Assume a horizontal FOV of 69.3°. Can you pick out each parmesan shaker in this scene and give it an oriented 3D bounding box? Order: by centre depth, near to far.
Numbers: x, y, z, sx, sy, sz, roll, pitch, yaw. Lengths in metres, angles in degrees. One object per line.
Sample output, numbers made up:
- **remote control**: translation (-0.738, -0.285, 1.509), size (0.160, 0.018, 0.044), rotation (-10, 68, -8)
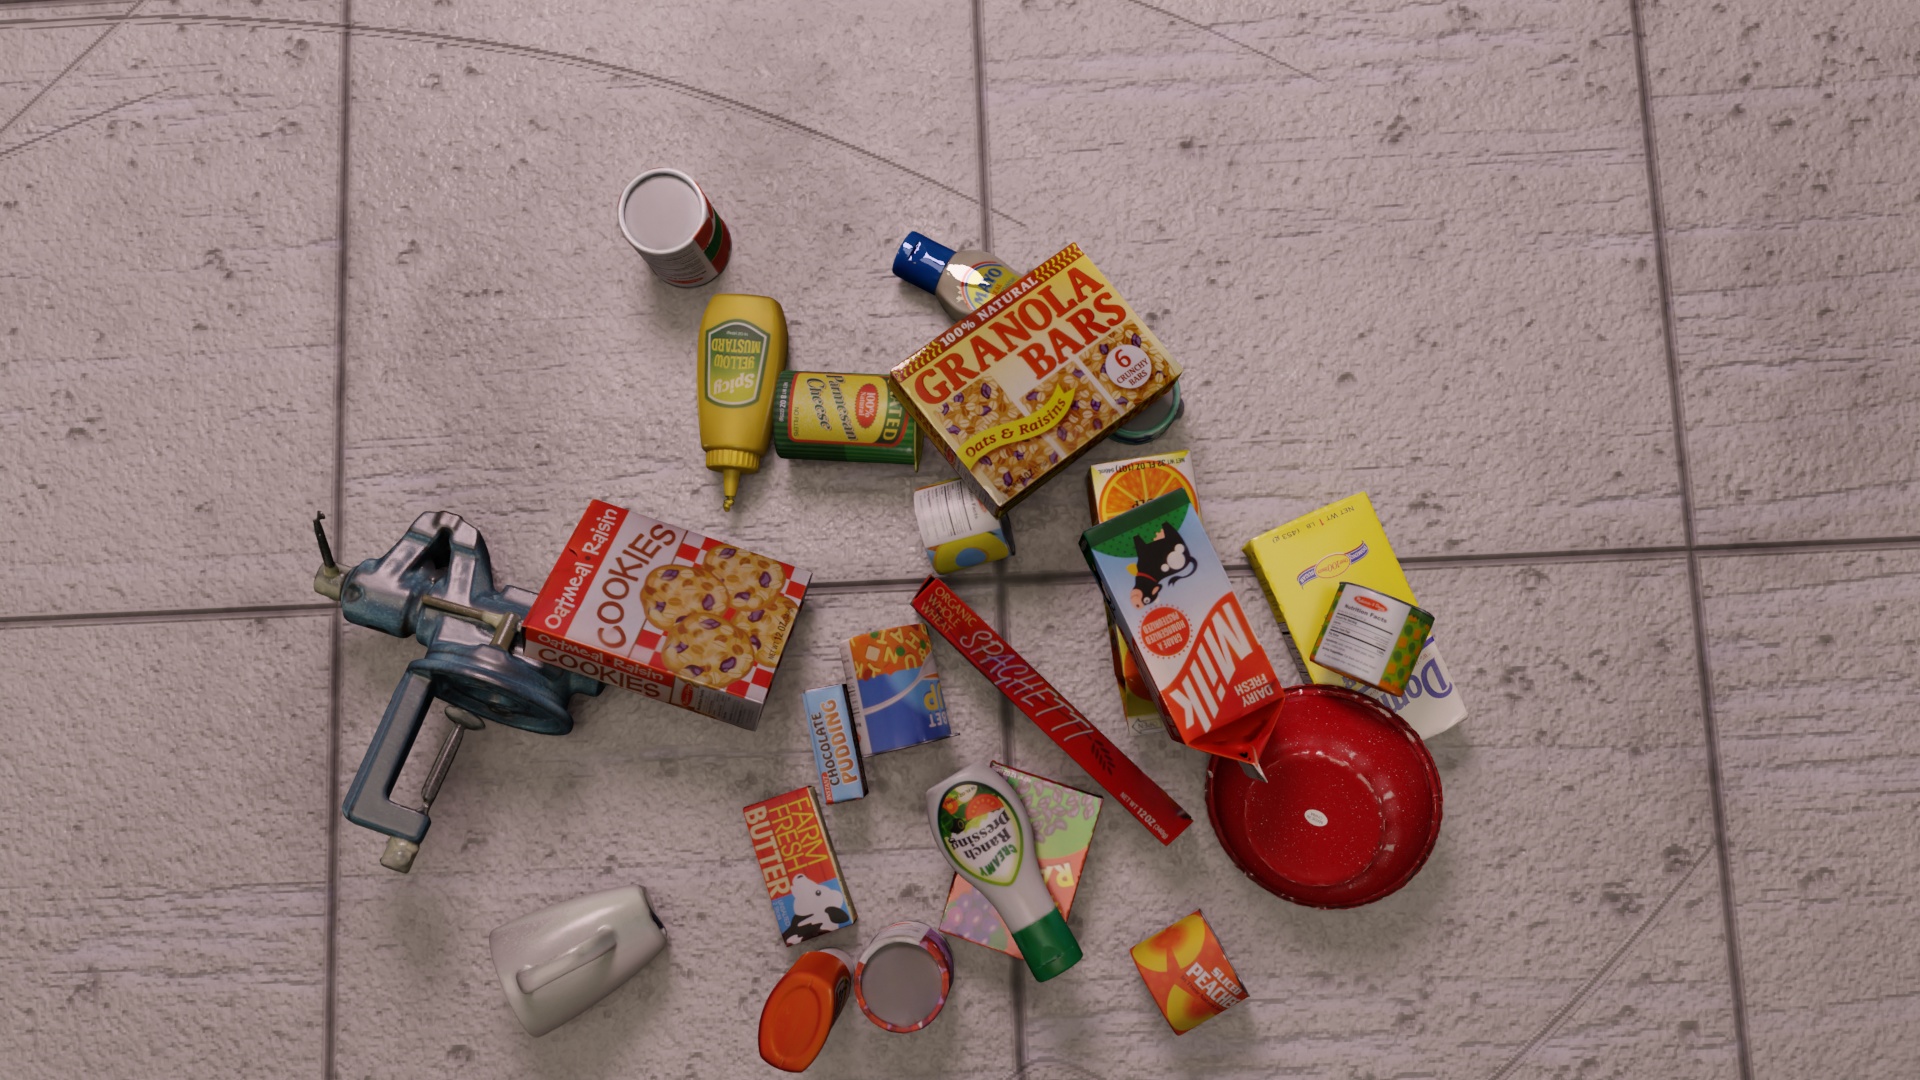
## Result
- **parmesan shaker**: translation (-0.080, -0.087, 1.011), size (0.103, 0.071, 0.071), rotation (2, 84, 3)

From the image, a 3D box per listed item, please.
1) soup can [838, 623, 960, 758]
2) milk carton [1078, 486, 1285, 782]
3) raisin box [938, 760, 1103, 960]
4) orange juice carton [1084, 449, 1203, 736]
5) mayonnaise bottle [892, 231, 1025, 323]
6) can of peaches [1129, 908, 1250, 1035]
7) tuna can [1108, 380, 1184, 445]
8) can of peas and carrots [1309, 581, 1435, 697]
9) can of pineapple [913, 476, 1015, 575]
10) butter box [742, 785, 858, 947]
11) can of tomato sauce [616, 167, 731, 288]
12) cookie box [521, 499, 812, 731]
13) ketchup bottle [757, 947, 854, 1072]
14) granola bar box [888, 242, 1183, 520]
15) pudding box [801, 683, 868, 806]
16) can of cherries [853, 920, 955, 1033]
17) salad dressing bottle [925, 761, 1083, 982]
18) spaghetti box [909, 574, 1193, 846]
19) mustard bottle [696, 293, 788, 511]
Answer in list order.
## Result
- **soup can**: translation (-0.044, 0.106, 0.987), size (0.071, 0.071, 0.084), rotation (-13, 83, 1)
- **milk carton**: translation (0.150, 0.068, 0.905), size (0.073, 0.072, 0.190), rotation (-25, 84, -1)
- **raisin box**: translation (0.043, 0.227, 0.982), size (0.086, 0.040, 0.123), rotation (17, 83, 4)
- **orange juice carton**: translation (0.139, 0.038, 0.983), size (0.072, 0.073, 0.193), rotation (-8, 84, 1)
- **mayonnaise bottle**: translation (0.022, -0.181, 1.031), size (0.148, 0.041, 0.065), rotation (27, 81, 5)
- **can of peaches**: translation (0.157, 0.297, 0.952), size (0.058, 0.071, 0.071), rotation (-29, 83, 0)
- **tuna can**: translation (0.130, -0.105, 1.021), size (0.071, 0.033, 0.071), rotation (0, 83, 3)
- **can of peas and carrots**: translation (0.277, 0.067, 0.933), size (0.071, 0.071, 0.058), rotation (23, 88, 5)
- **can of pineapple**: translation (0.004, -0.013, 0.998), size (0.058, 0.071, 0.071), rotation (-16, 83, 7)
- **butter box**: translation (-0.115, 0.232, 0.996), size (0.053, 0.024, 0.103), rotation (-20, 83, 0)
- **can of tomato sauce**: translation (-0.211, -0.232, 1.027), size (0.071, 0.083, 0.071), rotation (0, 84, 3)
- **cookie box**: translation (-0.202, 0.049, 0.970), size (0.167, 0.040, 0.123), rotation (19, 47, -4)
- **ketchup bottle**: translation (-0.098, 0.302, 0.924), size (0.043, 0.148, 0.065), rotation (20, 86, 4)
- **granola bar box**: translation (0.052, -0.112, 0.968), size (0.166, 0.039, 0.124), rotation (-36, 81, -13)
- **pudding box**: translation (-0.089, 0.145, 0.992), size (0.030, 0.049, 0.084), rotation (-12, 83, 0)
- **can of cherries**: translation (-0.037, 0.305, 0.966), size (0.071, 0.058, 0.071), rotation (0, 83, 3)
- **salad dressing bottle**: translation (0.031, 0.224, 0.940), size (0.064, 0.044, 0.148), rotation (-30, 82, 0)
- **spaghetti box**: translation (0.062, 0.119, 0.988), size (0.250, 0.050, 0.029), rotation (43, 86, 7)
- **mustard bottle**: translation (-0.163, -0.101, 1.026), size (0.065, 0.049, 0.160), rotation (2, 83, 5)
